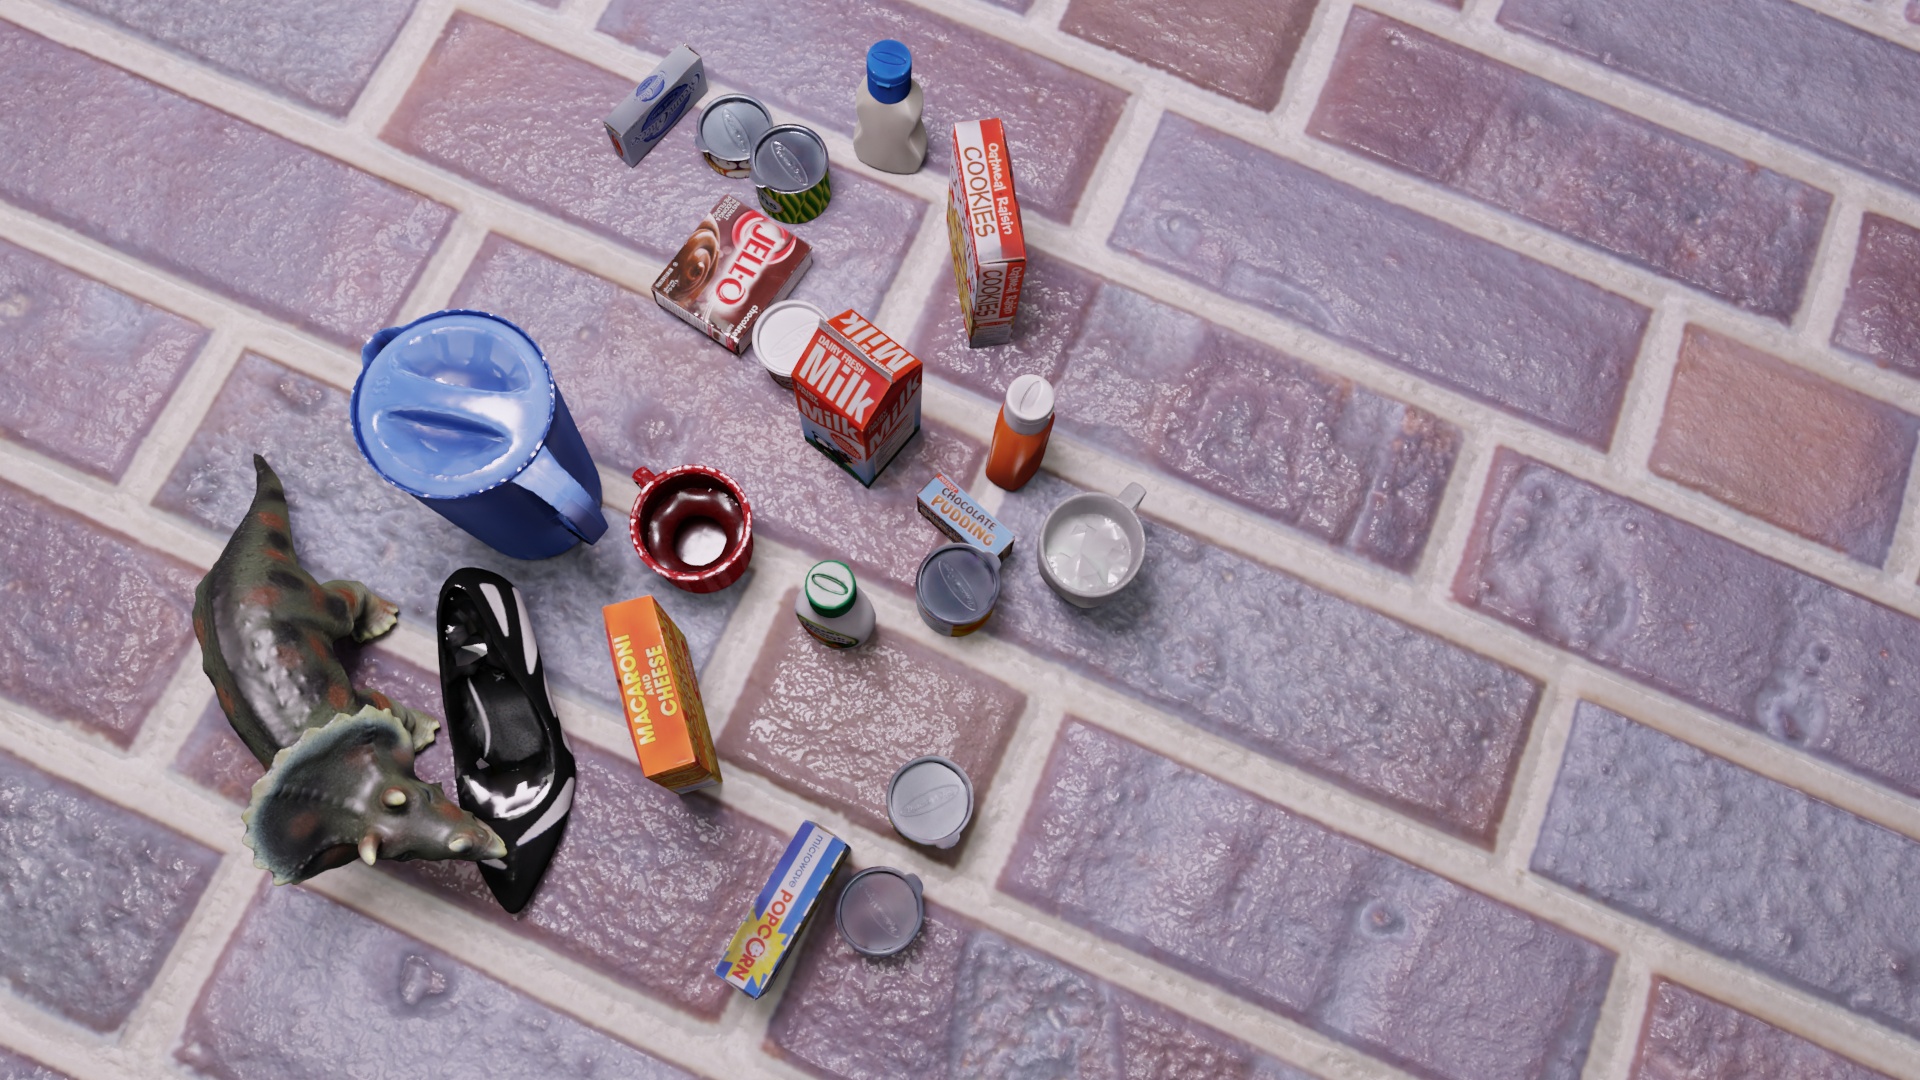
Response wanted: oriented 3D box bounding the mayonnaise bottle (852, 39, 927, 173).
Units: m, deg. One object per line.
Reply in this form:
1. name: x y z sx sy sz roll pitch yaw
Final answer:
1. mayonnaise bottle: -0.059 -0.363 1.168 0.065 0.147 0.041 14 75 1

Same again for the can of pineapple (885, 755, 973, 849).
1. can of pineapple: -0.024 0.202 1.065 0.071 0.057 0.071 1 75 -3

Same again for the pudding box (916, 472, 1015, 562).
1. pudding box: 0.004 -0.014 1.129 0.084 0.049 0.030 42 77 8

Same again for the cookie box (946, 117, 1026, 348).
1. cookie box: 0.020 -0.246 1.131 0.040 0.167 0.123 -8 76 -5

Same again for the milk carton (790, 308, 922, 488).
1. milk carton: -0.079 -0.114 1.078 0.072 0.190 0.073 38 77 7

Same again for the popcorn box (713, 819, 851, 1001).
1. popcorn box: -0.129 0.271 1.027 0.038 0.085 0.127 30 76 5

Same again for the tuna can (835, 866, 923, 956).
1. tuna can: -0.059 0.280 1.056 0.071 0.032 0.071 1 75 -3

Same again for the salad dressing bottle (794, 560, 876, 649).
1. salad dressing bottle: -0.096 0.048 1.056 0.064 0.147 0.044 24 76 3

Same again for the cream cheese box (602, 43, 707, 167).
1. cream cheese box: -0.265 -0.379 1.210 0.024 0.053 0.104 38 77 7

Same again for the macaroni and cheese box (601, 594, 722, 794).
1. macaroni and cheese box: -0.217 0.118 1.022 0.040 0.166 0.124 -16 77 -7

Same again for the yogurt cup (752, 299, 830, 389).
1. yogurt cup: -0.137 -0.160 1.158 0.072 0.053 0.072 1 75 -3

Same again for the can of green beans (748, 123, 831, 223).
1. can of green beans: -0.145 -0.315 1.197 0.071 0.057 0.071 1 75 -3

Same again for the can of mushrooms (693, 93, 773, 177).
1. can of mushrooms: -0.198 -0.353 1.217 0.071 0.033 0.071 1 75 -3

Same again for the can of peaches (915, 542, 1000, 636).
1. can of peaches: -0.001 0.039 1.110 0.071 0.058 0.071 1 75 -3

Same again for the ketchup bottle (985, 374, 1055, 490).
1. ketchup bottle: 0.050 -0.088 1.100 0.043 0.148 0.065 28 76 4
